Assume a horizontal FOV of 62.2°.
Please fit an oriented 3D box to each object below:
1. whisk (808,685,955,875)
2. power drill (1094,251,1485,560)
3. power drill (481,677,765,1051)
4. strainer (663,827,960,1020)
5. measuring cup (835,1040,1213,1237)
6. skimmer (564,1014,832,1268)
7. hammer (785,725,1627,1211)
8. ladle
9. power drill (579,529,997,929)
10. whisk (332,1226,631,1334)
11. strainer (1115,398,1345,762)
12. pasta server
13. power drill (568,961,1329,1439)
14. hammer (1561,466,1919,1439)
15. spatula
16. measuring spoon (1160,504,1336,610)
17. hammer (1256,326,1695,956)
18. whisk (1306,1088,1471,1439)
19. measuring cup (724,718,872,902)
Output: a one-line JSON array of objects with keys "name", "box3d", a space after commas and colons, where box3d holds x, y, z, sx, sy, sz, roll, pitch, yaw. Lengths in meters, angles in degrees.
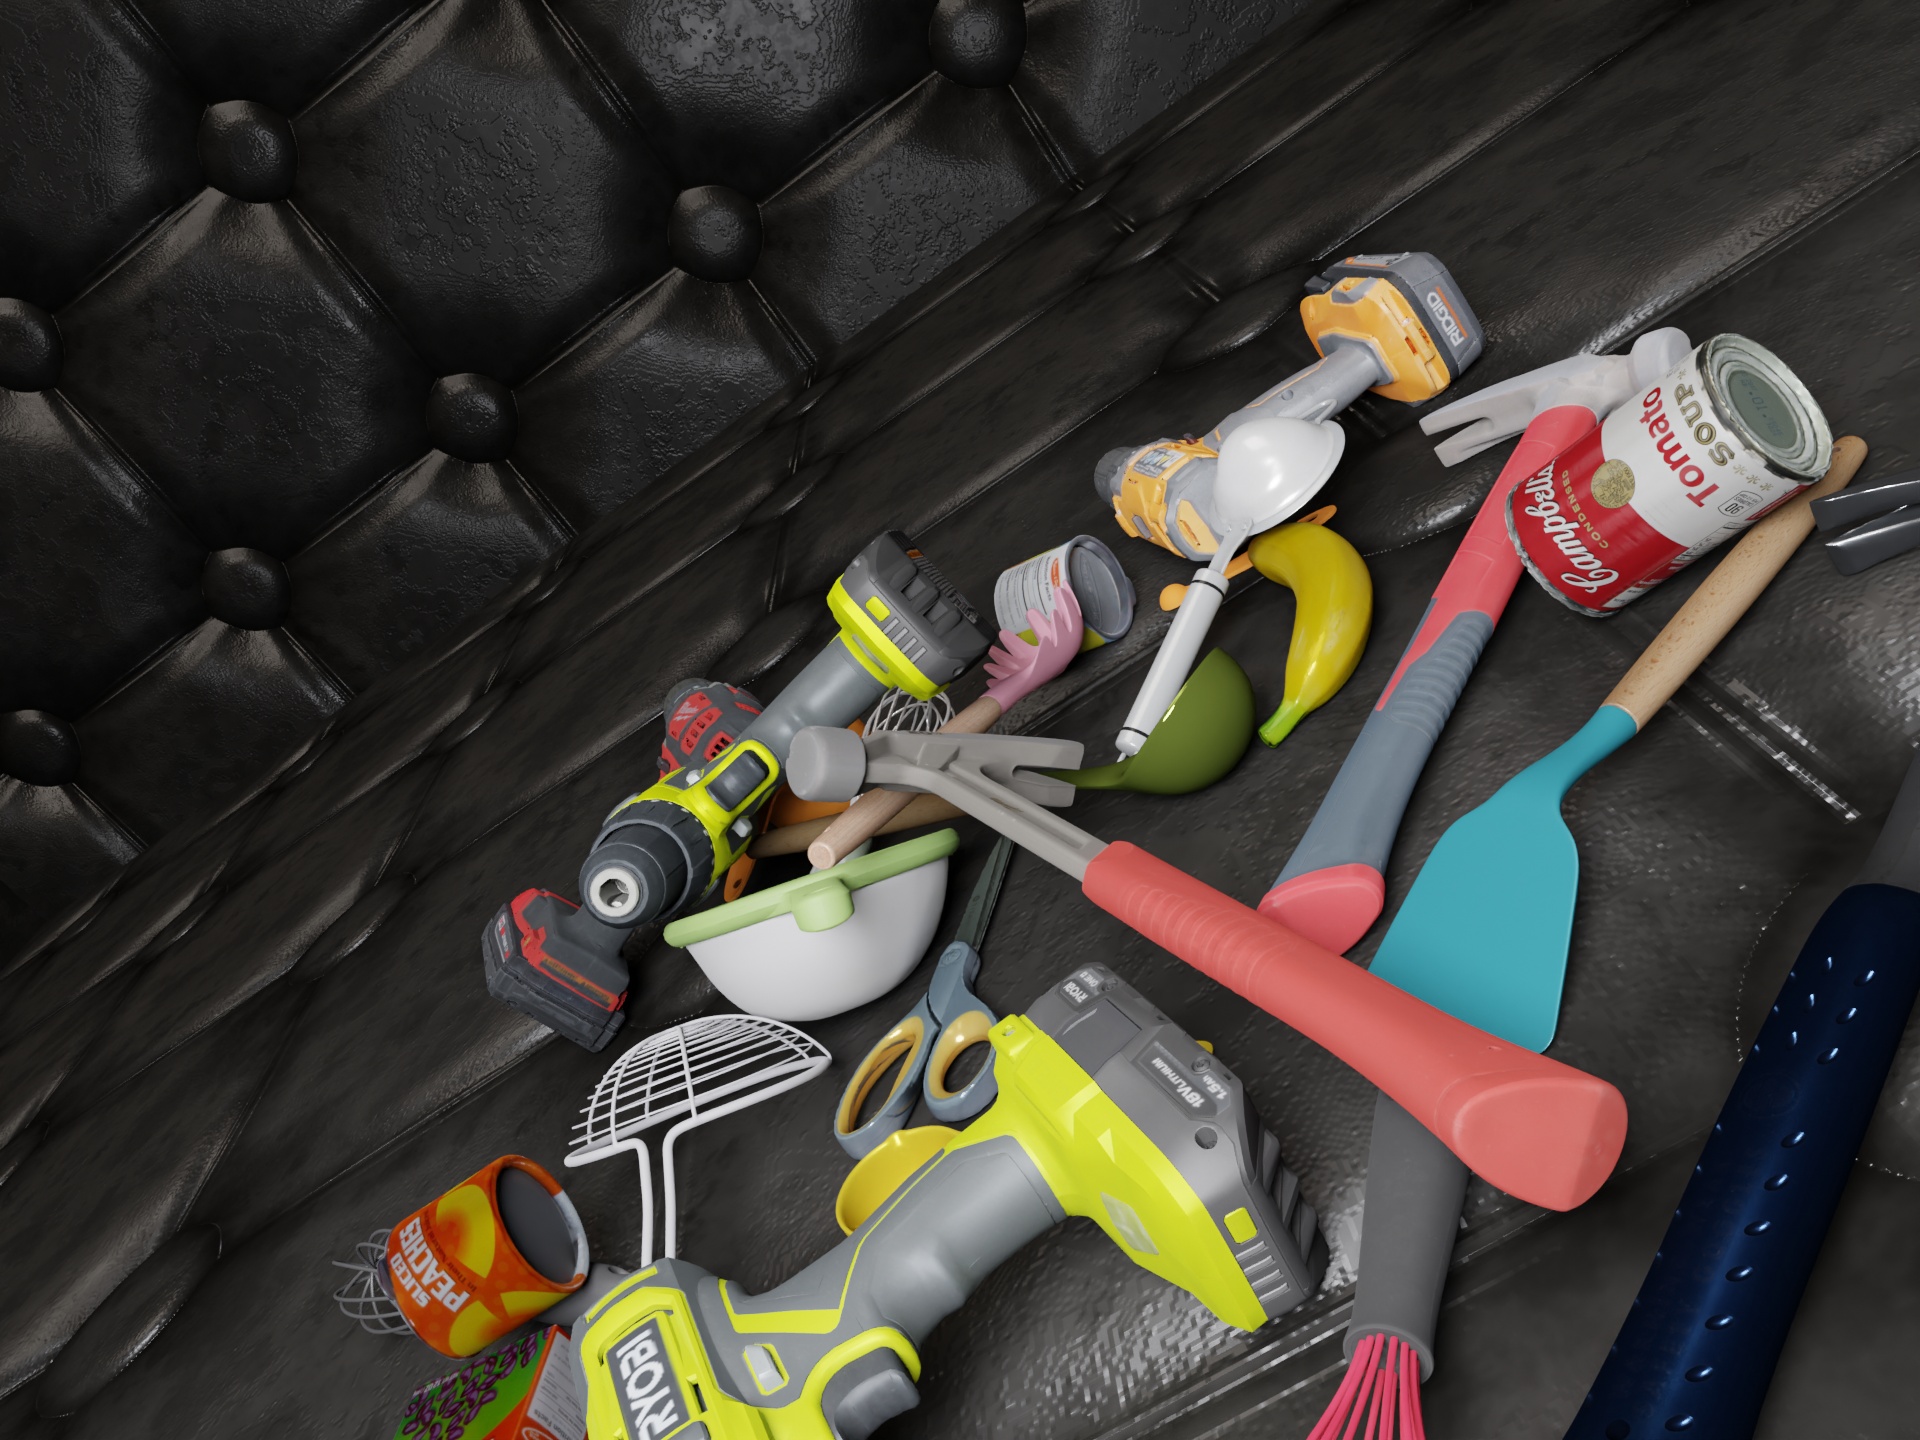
[{"name": "whisk", "box3d": [-0.059, 0.060, 0.921, 0.058, 0.059, 0.246, 4, 43, 20]}, {"name": "power drill", "box3d": [0.188, -0.193, 0.995, 0.226, 0.084, 0.185, -39, 20, -1]}, {"name": "power drill", "box3d": [-0.200, 0.072, 0.993, 0.227, 0.080, 0.188, -55, 22, -1]}, {"name": "strainer", "box3d": [-0.057, 0.103, 0.724, 0.151, 0.069, 0.256, -18, -2, -7]}, {"name": "measuring cup", "box3d": [0.028, 0.165, 0.606, 0.156, 0.029, 0.062, -24, 22, 2]}, {"name": "skimmer", "box3d": [-0.104, 0.248, 0.624, 0.127, 0.090, 0.364, -21, 34, 5]}, {"name": "hammer", "box3d": [0.079, 0.065, 0.563, 0.359, 0.149, 0.036, 27, 109, 55]}, {"name": "ladle", "box3d": [0.005, 0.028, 0.817, 0.320, 0.062, 0.078, -15, 14, 33]}, {"name": "power drill", "box3d": [-0.091, 0.011, 0.795, 0.228, 0.080, 0.190, -43, 3, 7]}, {"name": "whisk", "box3d": [-0.228, 0.269, 0.758, 0.239, 0.055, 0.055, -14, 31, 39]}, {"name": "strainer", "box3d": [0.135, -0.080, 0.839, 0.087, 0.050, 0.258, 2, 61, 56]}, {"name": "pasta server", "box3d": [-0.001, -0.003, 0.796, 0.060, 0.040, 0.316, -38, 2, 31]}, {"name": "power drill", "box3d": [-0.007, 0.185, 0.490, 0.223, 0.080, 0.171, -34, 24, -11]}, {"name": "hammer", "box3d": [0.262, 0.045, 0.452, 0.144, 0.035, 0.405, -5, 38, 54]}, {"name": "spatula", "box3d": [0.258, -0.007, 0.586, 0.317, 0.044, 0.082, -42, 21, -23]}, {"name": "measuring spoon", "box3d": [0.166, -0.097, 0.929, 0.117, 0.011, 0.021, -29, 23, 21]}, {"name": "hammer", "box3d": [0.211, -0.044, 0.713, 0.143, 0.038, 0.386, -13, 32, 49]}, {"name": "whisk", "box3d": [0.107, 0.178, 0.404, 0.073, 0.073, 0.296, -23, 19, 33]}, {"name": "measuring cup", "box3d": [-0.101, 0.060, 0.983, 0.095, 0.052, 0.174, -26, 31, 33]}]
